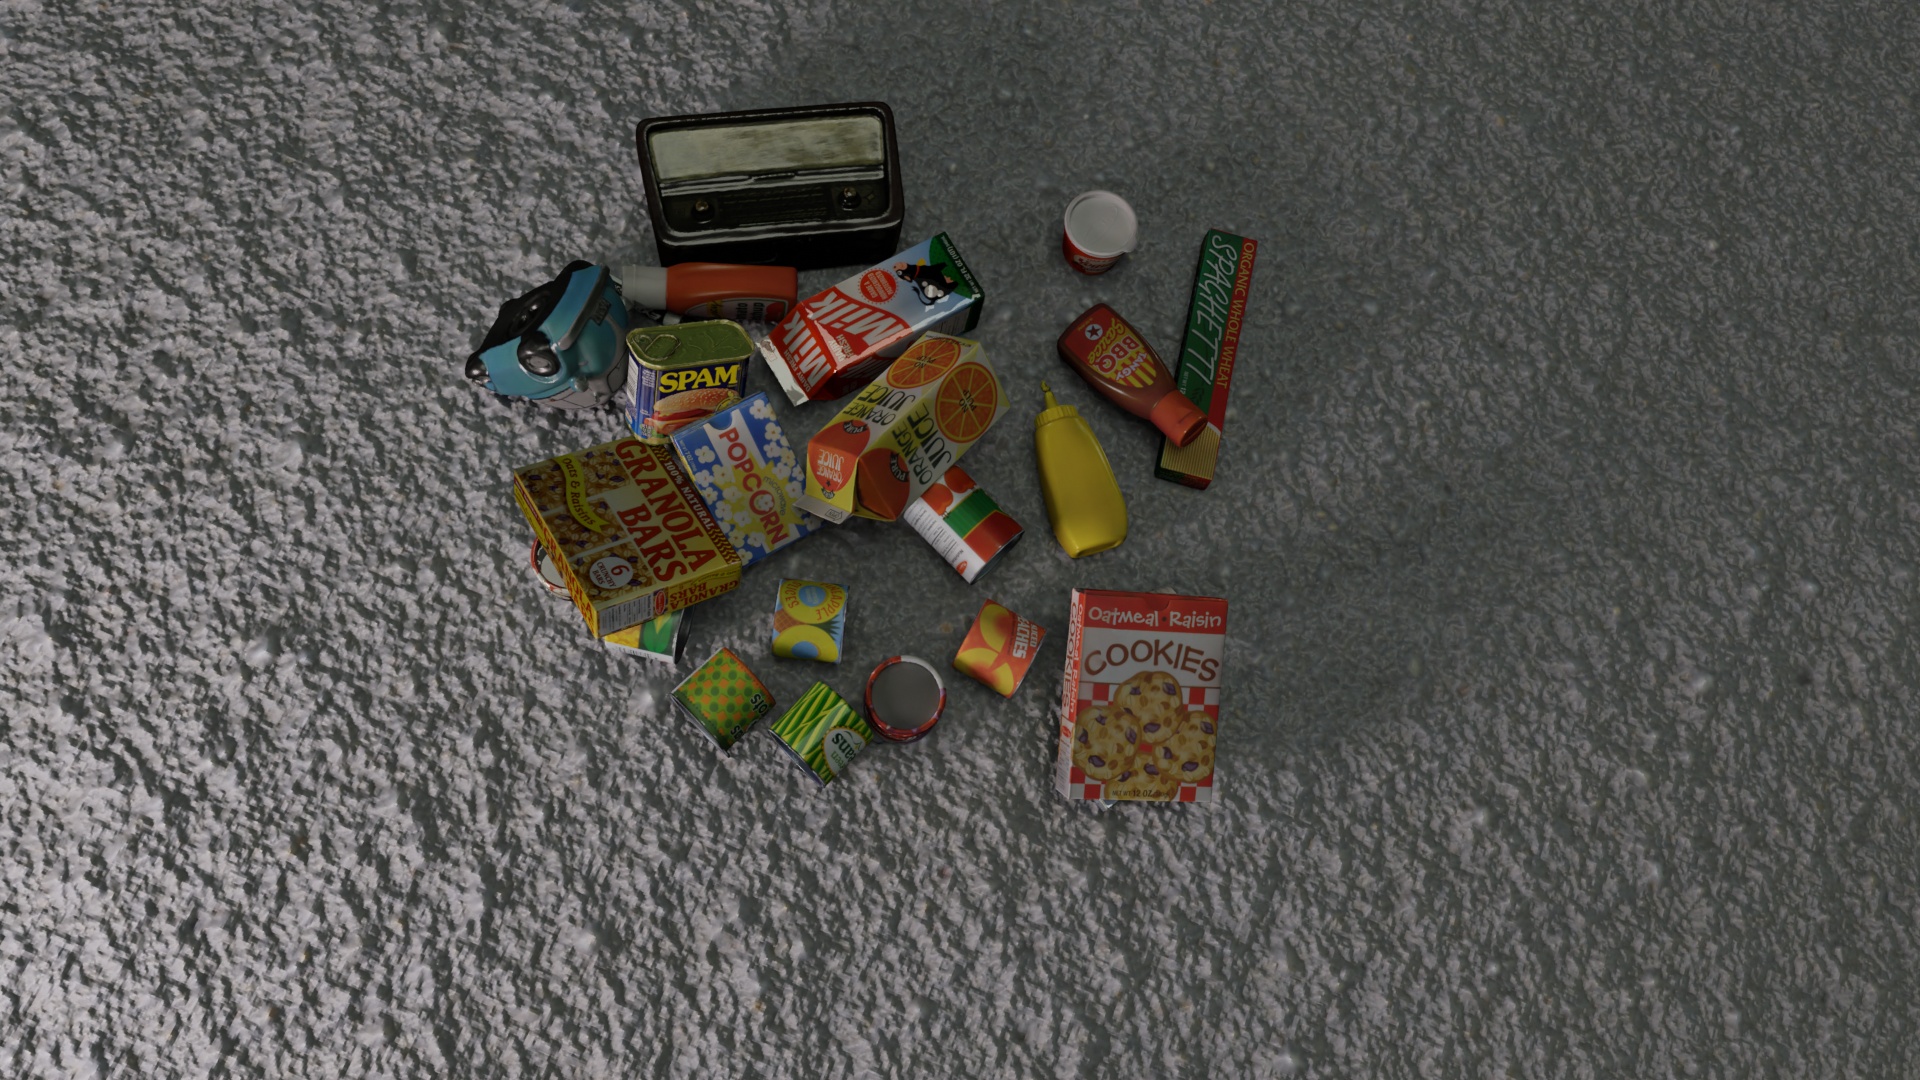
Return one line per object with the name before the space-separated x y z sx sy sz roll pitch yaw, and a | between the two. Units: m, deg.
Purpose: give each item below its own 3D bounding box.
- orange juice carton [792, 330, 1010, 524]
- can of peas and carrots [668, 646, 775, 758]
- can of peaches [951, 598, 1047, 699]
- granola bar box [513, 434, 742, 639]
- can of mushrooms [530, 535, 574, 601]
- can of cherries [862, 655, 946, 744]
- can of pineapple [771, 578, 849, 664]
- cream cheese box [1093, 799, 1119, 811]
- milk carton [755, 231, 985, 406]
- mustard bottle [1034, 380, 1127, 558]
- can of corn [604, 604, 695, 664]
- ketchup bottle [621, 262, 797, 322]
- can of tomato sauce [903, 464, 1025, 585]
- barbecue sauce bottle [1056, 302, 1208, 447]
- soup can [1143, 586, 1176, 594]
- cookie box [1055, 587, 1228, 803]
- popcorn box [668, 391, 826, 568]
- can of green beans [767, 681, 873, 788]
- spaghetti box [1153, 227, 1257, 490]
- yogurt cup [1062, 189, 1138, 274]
orange juice carton | -0.054 -0.085 1.157 0.193 0.072 0.072 -46 39 -21
can of peas and carrots | -0.190 0.130 1.120 0.071 0.070 0.059 45 74 7
can of peaches | 0.033 0.088 1.156 0.058 0.071 0.071 28 73 3
granola bar box | -0.269 -0.008 1.120 0.124 0.038 0.166 -20 55 -28
can of mushrooms | -0.323 0.014 1.154 0.071 0.033 0.071 2 75 -6
can of cherries | -0.048 0.134 1.139 0.071 0.058 0.071 2 74 -6
can of pineapple | -0.123 0.065 1.145 0.058 0.071 0.071 7 74 -5
cream cheese box | 0.144 0.176 1.168 0.104 0.024 0.053 -36 81 -15
milk carton | -0.080 -0.188 1.220 0.191 0.073 0.072 -30 80 -13
mustard bottle | 0.098 -0.067 1.219 0.065 0.048 0.160 -13 76 -10
can of corn | -0.251 0.060 1.132 0.058 0.071 0.071 13 73 -2
ketchup bottle | -0.218 -0.218 1.209 0.149 0.064 0.043 1 76 -14
can of tomato sauce | 0.004 -0.015 1.185 0.071 0.071 0.083 -43 82 -15
barbecue sauce bottle | 0.156 -0.144 1.233 0.065 0.043 0.149 -41 68 -6
soup can | 0.145 0.082 1.173 0.084 0.071 0.071 -13 76 -10
cookie box | 0.147 0.124 1.121 0.123 0.040 0.167 4 93 -13
popcorn box | -0.177 -0.051 1.161 0.085 0.038 0.126 -28 107 -12
can of green beans | -0.112 0.156 1.121 0.071 0.071 0.058 44 74 6
spaghetti box | 0.226 -0.170 1.274 0.050 0.028 0.251 14 73 -2
yogurt cup | 0.125 -0.281 1.281 0.072 0.053 0.072 2 74 -6
